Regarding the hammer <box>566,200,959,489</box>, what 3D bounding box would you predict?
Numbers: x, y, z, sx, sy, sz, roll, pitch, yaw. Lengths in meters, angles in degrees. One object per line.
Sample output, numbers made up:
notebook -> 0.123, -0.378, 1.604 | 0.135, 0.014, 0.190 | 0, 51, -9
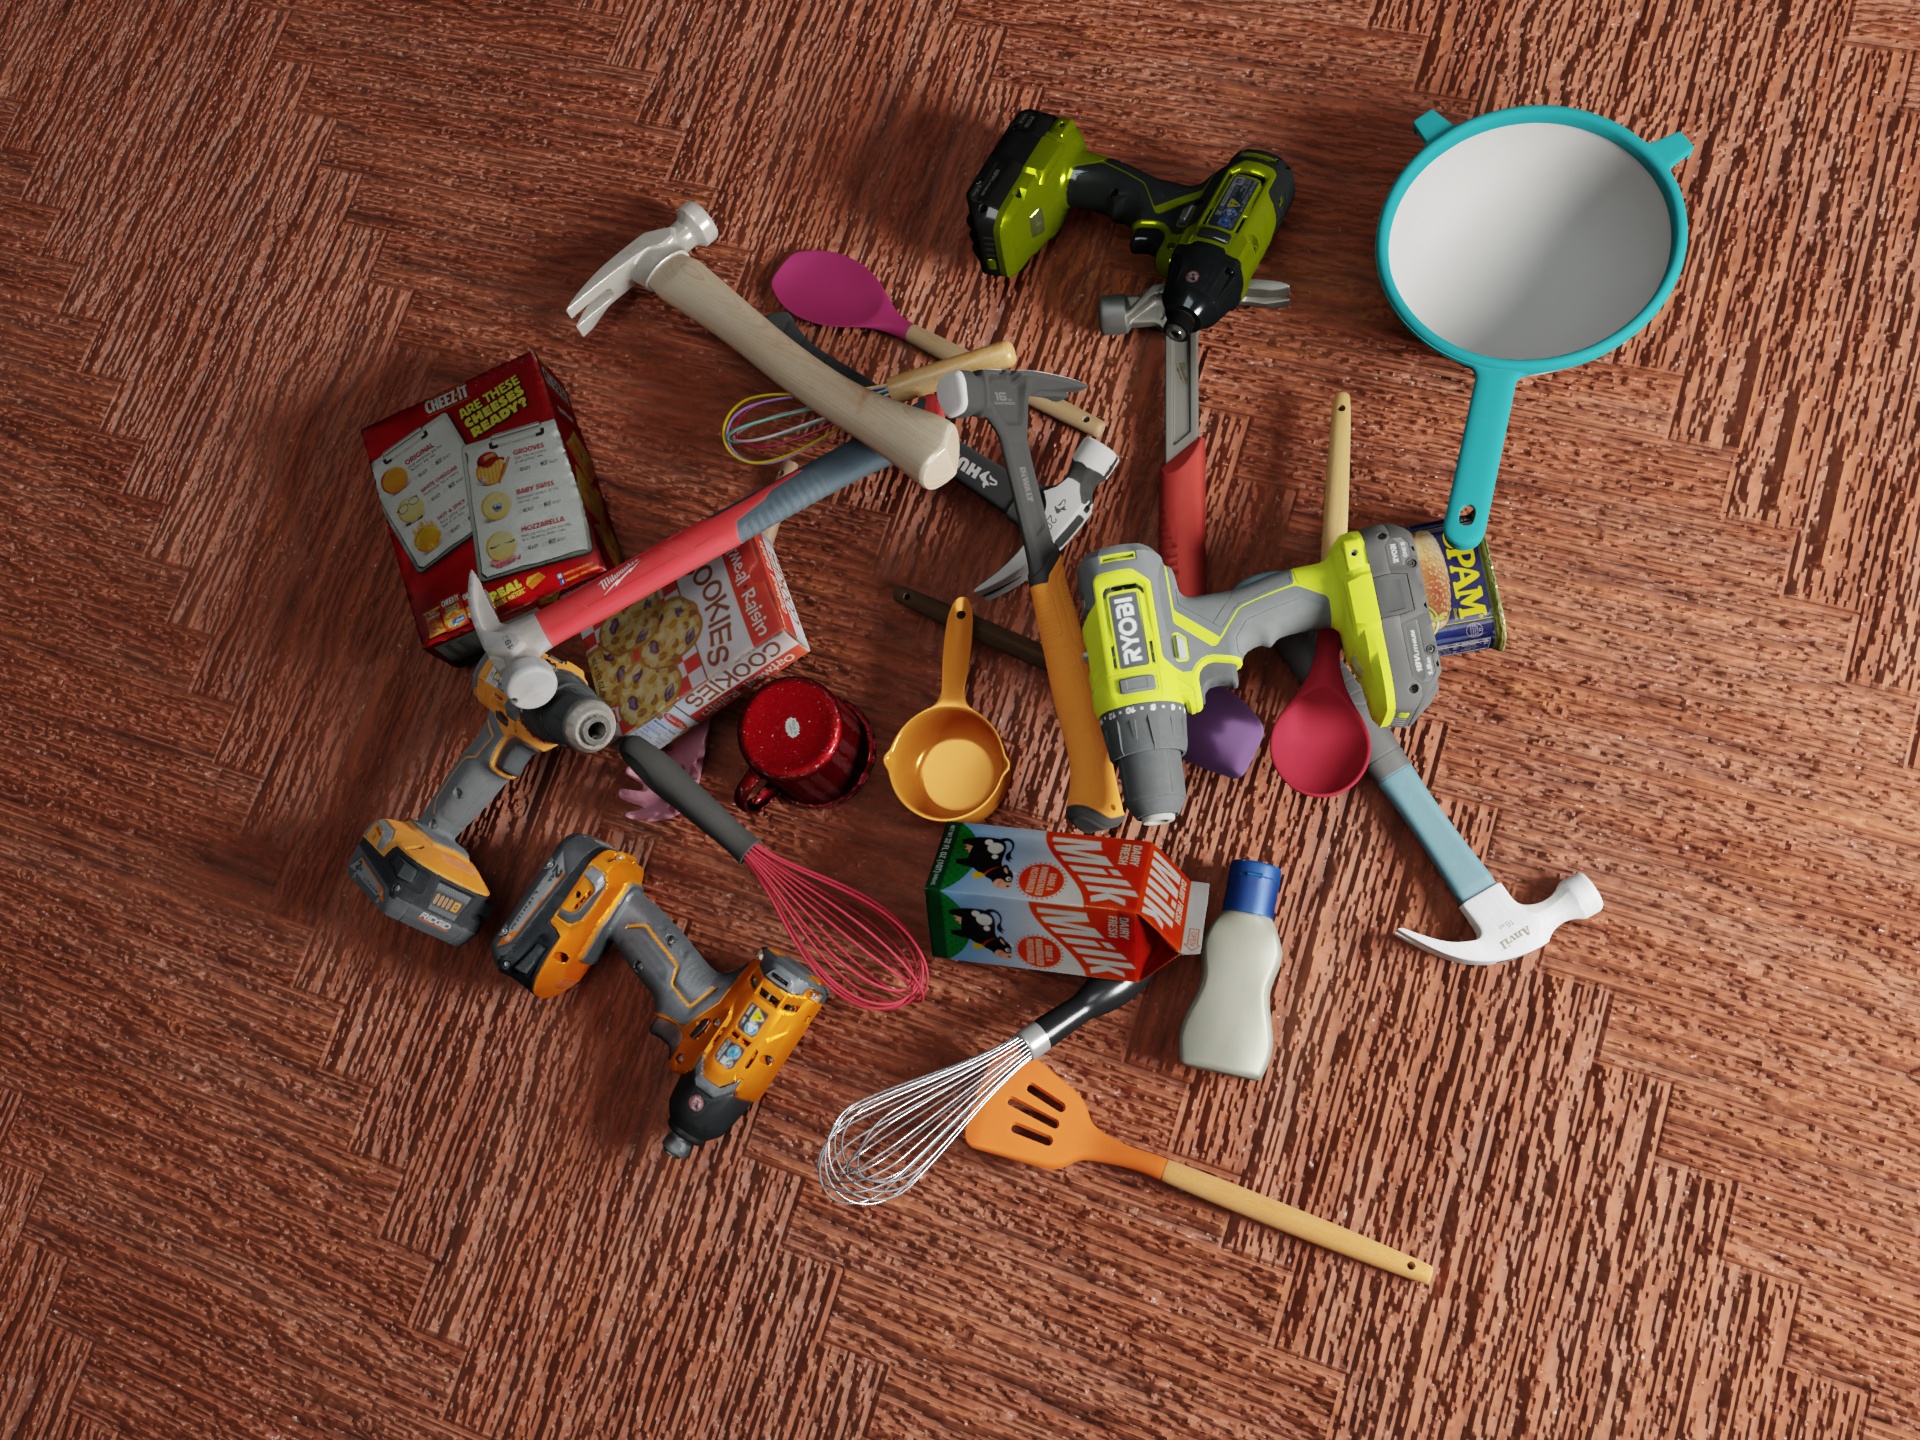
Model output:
hammer -> -0.152, -0.280, 1.239 | 0.146, 0.038, 0.411 | -43, 55, -10

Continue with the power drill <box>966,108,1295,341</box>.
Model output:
power drill -> 0.125, -0.384, 1.234 | 0.223, 0.080, 0.171 | 21, 68, 20

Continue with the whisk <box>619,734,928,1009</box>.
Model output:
whisk -> -0.140, 0.110, 1.167 | 0.296, 0.073, 0.073 | 40, 86, 8

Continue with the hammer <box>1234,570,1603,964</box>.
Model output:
hammer -> 0.303, 0.027, 1.134 | 0.128, 0.033, 0.331 | -32, 72, 1

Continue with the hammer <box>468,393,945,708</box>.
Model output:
hammer -> -0.187, -0.151, 1.204 | 0.386, 0.038, 0.143 | -30, 48, -7

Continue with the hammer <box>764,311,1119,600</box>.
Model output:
hammer -> -0.046, -0.229, 1.264 | 0.335, 0.035, 0.146 | 36, 95, 21

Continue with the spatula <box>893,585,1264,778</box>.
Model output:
spatula -> 0.080, -0.041, 1.181 | 0.316, 0.018, 0.060 | 25, 89, 26

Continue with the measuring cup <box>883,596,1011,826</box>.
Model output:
measuring cup -> -0.002, -0.004, 1.196 | 0.095, 0.052, 0.174 | 2, 74, 12

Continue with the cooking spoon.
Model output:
cooking spoon -> -0.020, -0.304, 1.294 | 0.319, 0.017, 0.069 | 31, 76, 18

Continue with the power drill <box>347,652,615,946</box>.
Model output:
power drill -> -0.354, 0.053, 1.204 | 0.185, 0.084, 0.226 | 22, 79, 51

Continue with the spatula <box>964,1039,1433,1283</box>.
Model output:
spatula -> 0.162, 0.314, 1.084 | 0.323, 0.041, 0.081 | 19, 62, 14

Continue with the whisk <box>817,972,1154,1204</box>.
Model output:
whisk -> 0.023, 0.235, 1.085 | 0.284, 0.070, 0.070 | -30, 70, -23

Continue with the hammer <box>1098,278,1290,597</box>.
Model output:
hammer -> 0.178, -0.167, 1.209 | 0.149, 0.036, 0.359 | -1, 75, 11

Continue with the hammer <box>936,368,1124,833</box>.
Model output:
hammer -> 0.070, -0.087, 1.140 | 0.034, 0.127, 0.337 | -16, 84, 48

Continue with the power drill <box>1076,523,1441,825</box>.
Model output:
power drill -> 0.200, -0.036, 1.081 | 0.228, 0.080, 0.191 | -9, 75, 6

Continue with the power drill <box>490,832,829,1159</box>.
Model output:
power drill -> -0.230, 0.204, 1.175 | 0.226, 0.084, 0.164 | 32, 85, 13

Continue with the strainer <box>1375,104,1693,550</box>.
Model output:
strainer -> 0.398, -0.274, 1.162 | 0.211, 0.095, 0.340 | 12, 80, 17

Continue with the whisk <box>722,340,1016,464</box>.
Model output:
whisk -> -0.075, -0.254, 1.238 | 0.245, 0.051, 0.047 | -15, 72, 14

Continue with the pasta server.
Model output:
pasta server -> -0.189, -0.065, 1.257 | 0.060, 0.040, 0.316 | 11, 76, 33

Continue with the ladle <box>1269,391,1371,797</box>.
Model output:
ladle -> 0.265, -0.094, 1.144 | 0.069, 0.031, 0.316 | 5, 74, 9
